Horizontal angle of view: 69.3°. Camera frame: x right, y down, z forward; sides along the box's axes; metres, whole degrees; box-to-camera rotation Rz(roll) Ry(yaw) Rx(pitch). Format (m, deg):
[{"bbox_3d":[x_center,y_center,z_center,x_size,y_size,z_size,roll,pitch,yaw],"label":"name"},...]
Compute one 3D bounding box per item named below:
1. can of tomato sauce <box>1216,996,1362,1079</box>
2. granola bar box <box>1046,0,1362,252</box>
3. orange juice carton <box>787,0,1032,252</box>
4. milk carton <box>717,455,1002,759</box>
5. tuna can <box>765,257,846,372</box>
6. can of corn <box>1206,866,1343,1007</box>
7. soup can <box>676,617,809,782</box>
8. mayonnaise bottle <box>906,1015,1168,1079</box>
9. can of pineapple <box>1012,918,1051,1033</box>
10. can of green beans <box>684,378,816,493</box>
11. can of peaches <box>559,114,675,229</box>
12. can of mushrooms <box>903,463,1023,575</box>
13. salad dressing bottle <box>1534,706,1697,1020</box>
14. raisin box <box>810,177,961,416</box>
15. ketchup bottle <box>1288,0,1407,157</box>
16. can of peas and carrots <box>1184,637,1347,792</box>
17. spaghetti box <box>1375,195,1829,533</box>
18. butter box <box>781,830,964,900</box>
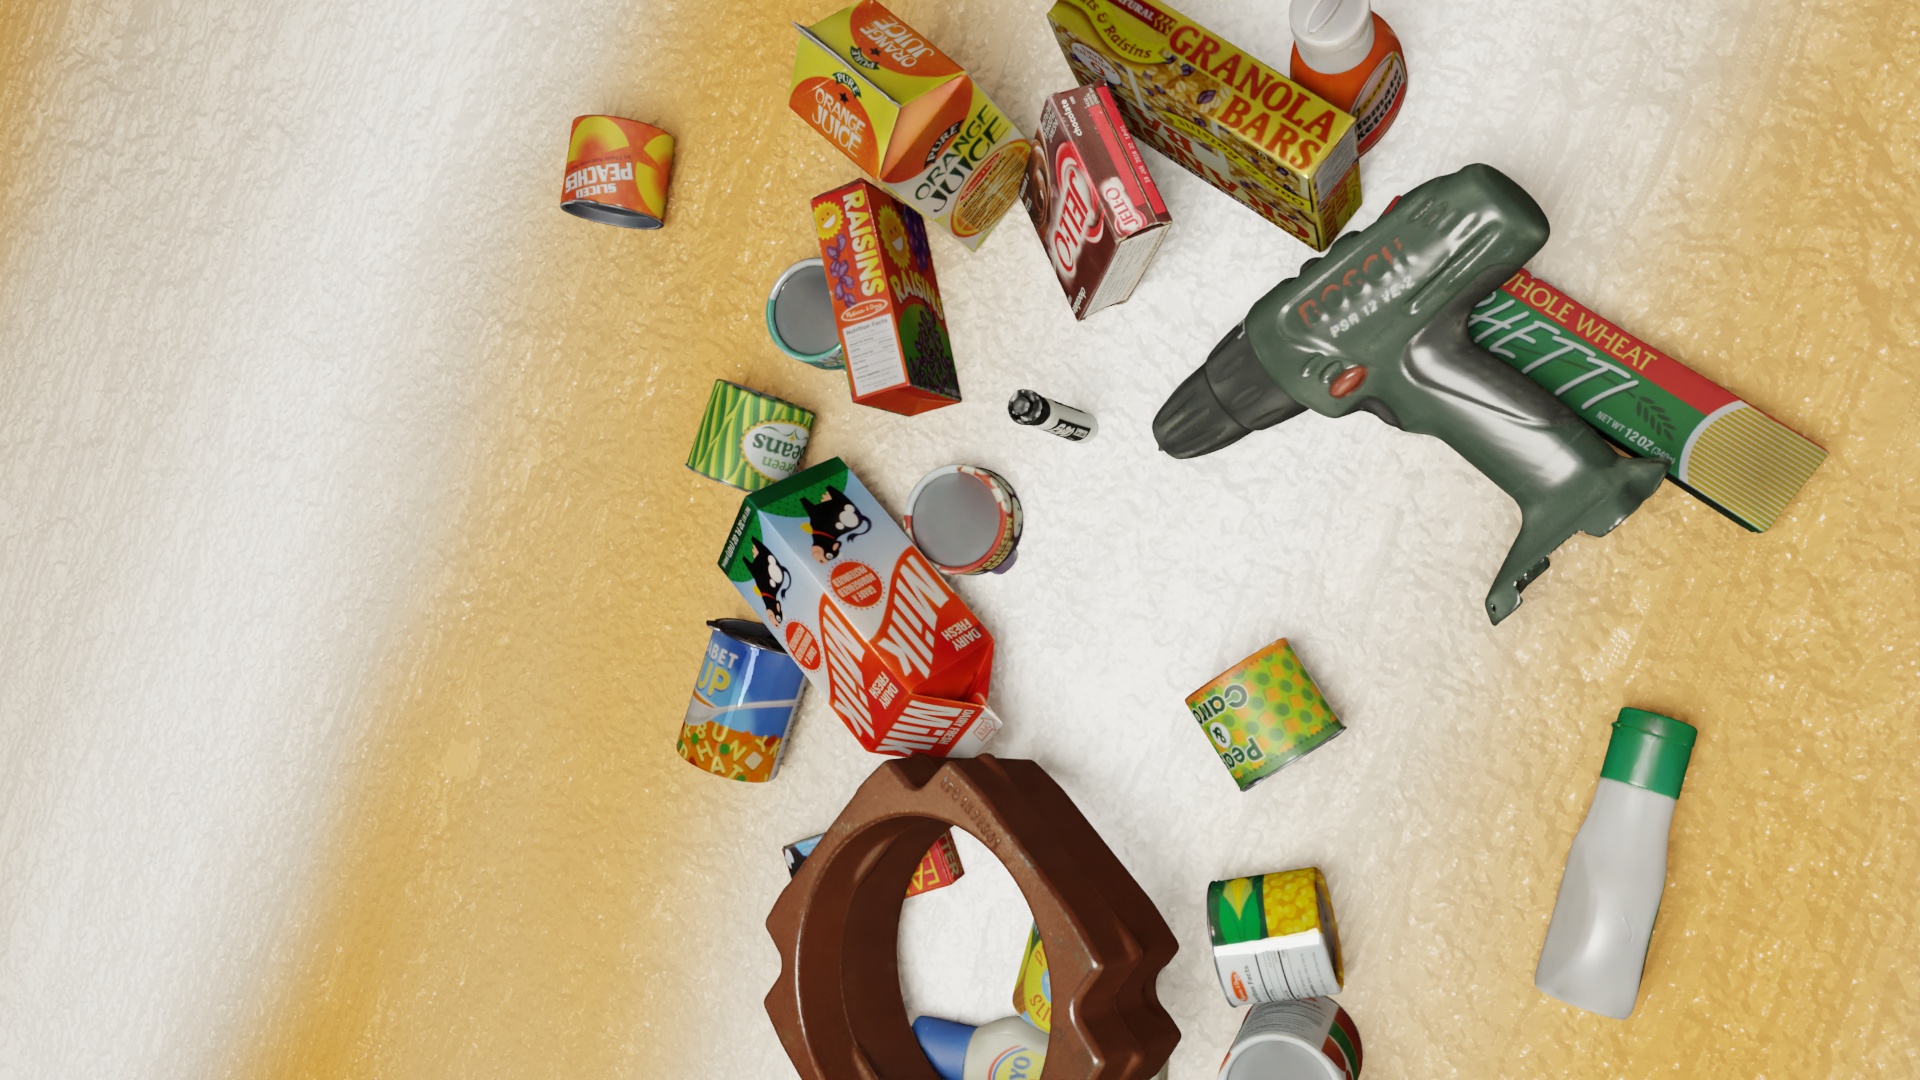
[{"bbox_3d":[0.173,0.280,0.725,0.071,0.083,0.071,-1,88,20],"label":"can of tomato sauce"},{"bbox_3d":[0.132,-0.226,0.738,0.166,0.124,0.039,38,96,17],"label":"granola bar box"},{"bbox_3d":[-0.026,-0.228,0.759,0.072,0.193,0.073,43,102,17],"label":"orange juice carton"},{"bbox_3d":[-0.050,0.050,0.807,0.191,0.074,0.072,50,139,15],"label":"milk carton"},{"bbox_3d":[-0.084,-0.138,0.861,0.071,0.033,0.071,-1,87,20],"label":"tuna can"},{"bbox_3d":[0.168,0.209,0.741,0.058,0.071,0.071,-13,84,18],"label":"can of corn"},{"bbox_3d":[-0.134,0.097,0.850,0.071,0.071,0.083,20,95,19],"label":"soup can"},{"bbox_3d":[0.042,0.304,0.793,0.148,0.041,0.064,5,91,19],"label":"mayonnaise bottle"},{"bbox_3d":[0.066,0.239,0.772,0.071,0.071,0.058,16,94,20],"label":"can of pineapple"},{"bbox_3d":[-0.129,-0.062,0.857,0.071,0.071,0.057,22,95,19],"label":"can of green beans"},{"bbox_3d":[-0.221,-0.237,0.895,0.071,0.071,0.058,8,90,20],"label":"can of peaches"},{"bbox_3d":[0.003,-0.010,0.825,0.071,0.033,0.071,-1,87,19],"label":"can of mushrooms"},{"bbox_3d":[0.327,0.158,0.689,0.044,0.064,0.147,17,86,12],"label":"salad dressing bottle"},{"bbox_3d":[-0.042,-0.140,0.818,0.040,0.086,0.123,-15,83,21],"label":"raisin box"},{"bbox_3d":[0.194,-0.241,0.704,0.043,0.149,0.064,38,101,18],"label":"ketchup bottle"},{"bbox_3d":[0.161,0.094,0.744,0.071,0.071,0.059,-35,77,16],"label":"can of peas and carrots"},{"bbox_3d":[0.315,-0.094,0.718,0.250,0.029,0.050,38,101,17],"label":"spaghetti box"},{"bbox_3d":[-0.054,0.195,0.841,0.103,0.024,0.053,-22,81,18],"label":"butter box"}]
